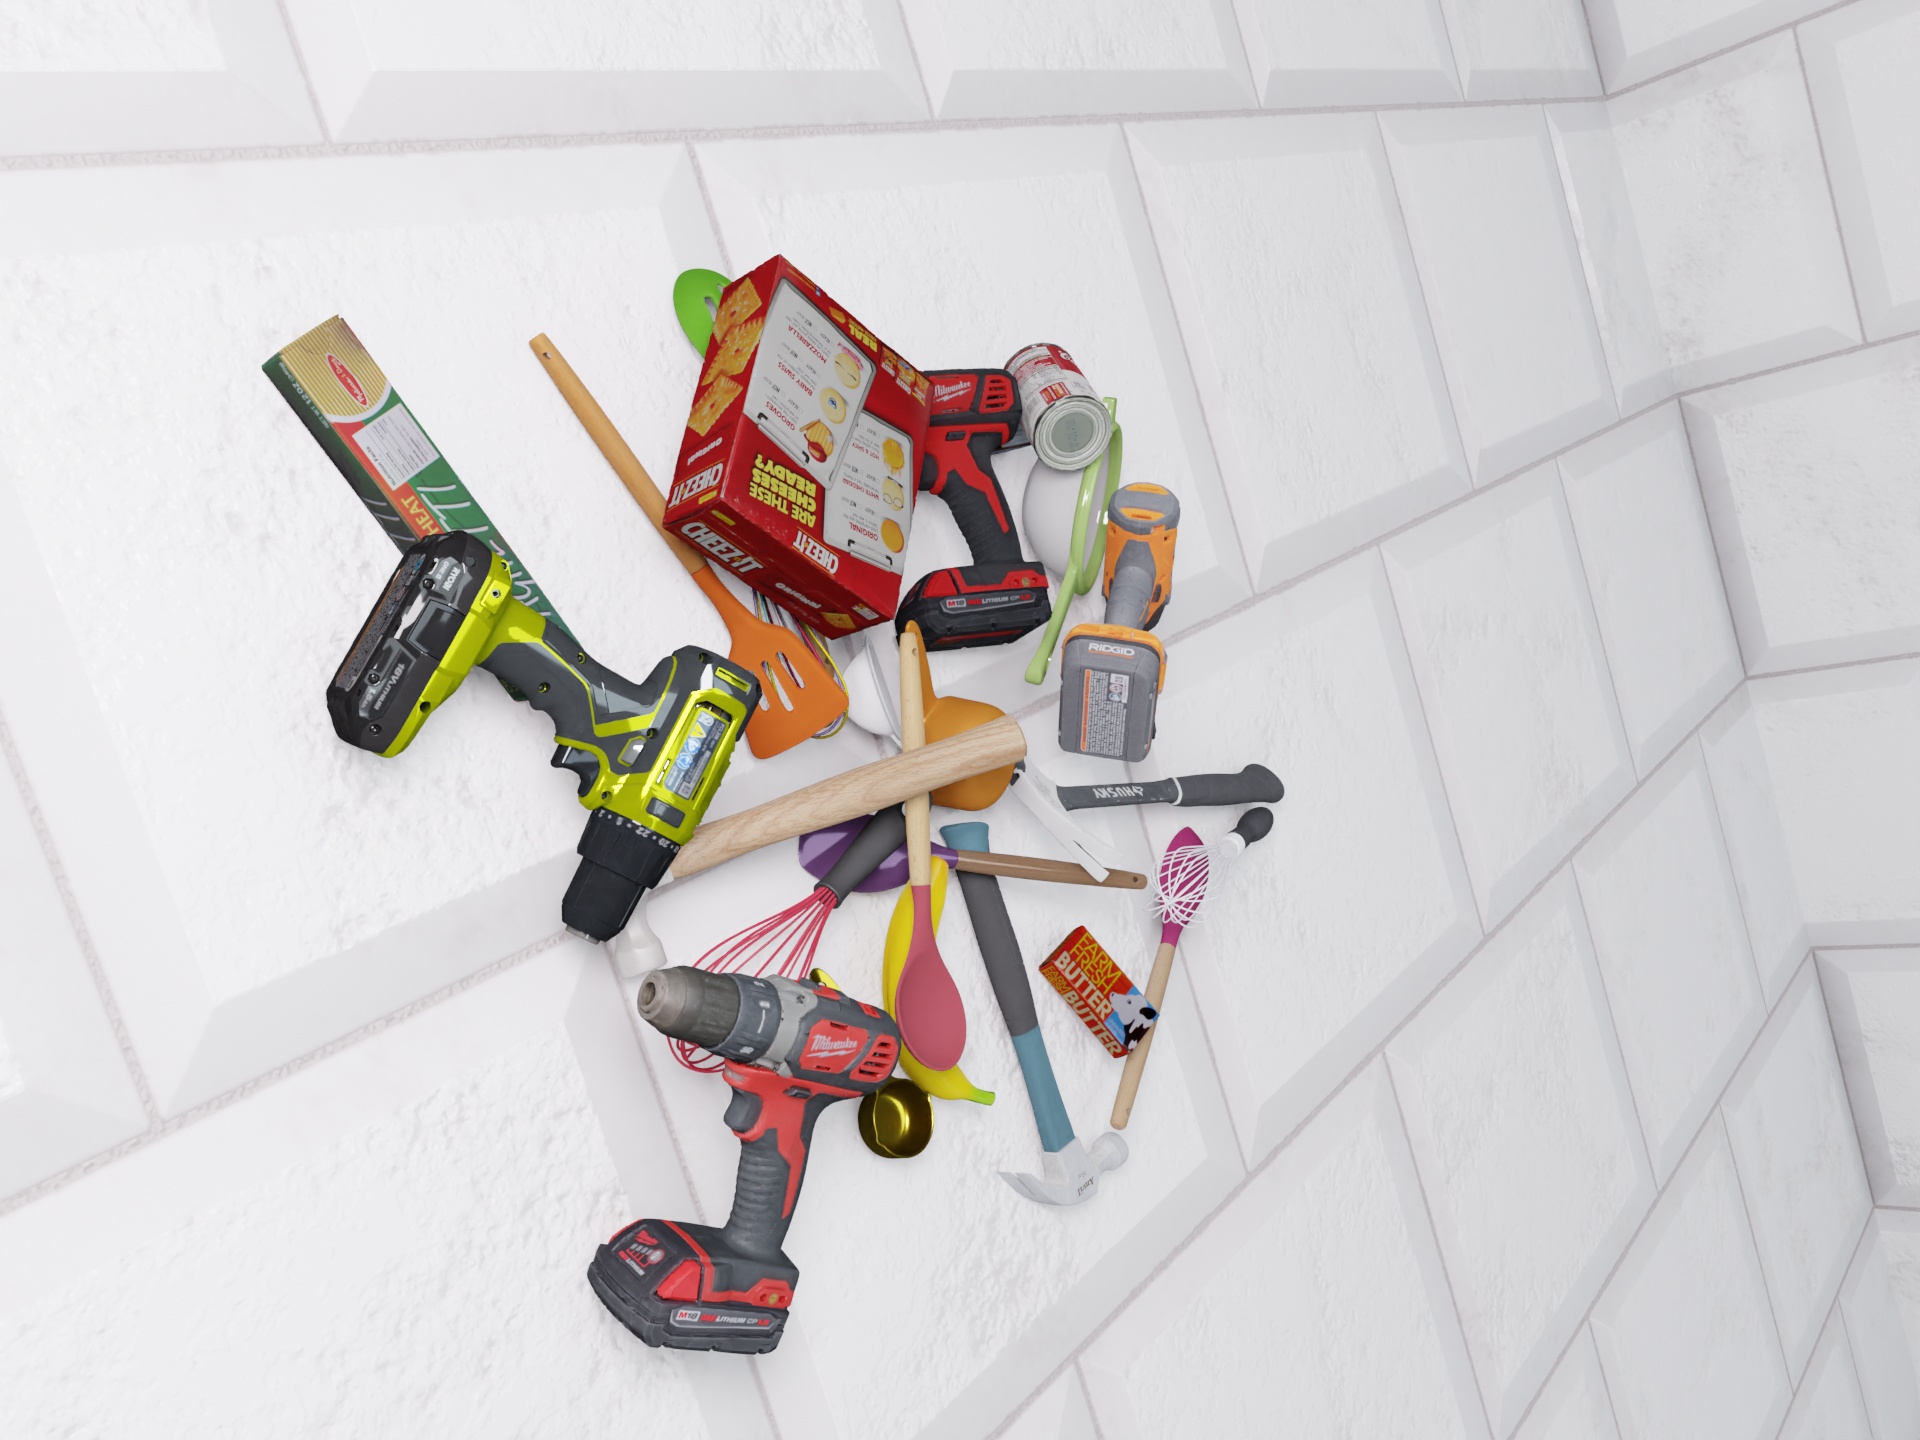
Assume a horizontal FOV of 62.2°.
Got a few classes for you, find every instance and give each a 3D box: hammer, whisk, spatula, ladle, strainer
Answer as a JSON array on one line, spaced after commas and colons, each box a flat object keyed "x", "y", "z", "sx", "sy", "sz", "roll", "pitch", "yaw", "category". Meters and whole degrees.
[{"x": 0.048, "y": 0.235, "z": 1.280, "sx": 0.128, "sy": 0.033, "sz": 0.331, "roll": -25, "pitch": 100, "yaw": -47, "category": "hammer"}, {"x": -0.104, "y": 0.135, "z": 1.109, "sx": 0.296, "sy": 0.073, "sz": 0.073, "roll": -47, "pitch": 116, "yaw": -41, "category": "whisk"}, {"x": -0.098, "y": 0.056, "z": 1.088, "sx": 0.331, "sy": 0.031, "sz": 0.130, "roll": -19, "pitch": 91, "yaw": -28, "category": "hammer"}, {"x": 0.240, "y": 0.125, "z": 1.463, "sx": 0.284, "sy": 0.070, "sz": 0.070, "roll": -25, "pitch": 101, "yaw": -59, "category": "whisk"}, {"x": -0.193, "y": -0.121, "z": 1.083, "sx": 0.322, "sy": 0.081, "sz": 0.041, "roll": 56, "pitch": 11, "yaw": -18, "category": "spatula"}, {"x": 0.017, "y": 0.113, "z": 1.235, "sx": 0.315, "sy": 0.018, "sz": 0.060, "roll": 9, "pitch": 76, "yaw": -30, "category": "spatula"}, {"x": -0.137, "y": -0.102, "z": 1.143, "sx": 0.051, "sy": 0.047, "sz": 0.245, "roll": -28, "pitch": 99, "yaw": -44, "category": "whisk"}, {"x": 0.184, "y": 0.066, "z": 1.418, "sx": 0.408, "sy": 0.036, "sz": 0.149, "roll": 0, "pitch": 44, "yaw": -52, "category": "hammer"}, {"x": -0.030, "y": 0.093, "z": 1.150, "sx": 0.069, "sy": 0.031, "sz": 0.315, "roll": 2, "pitch": 84, "yaw": -49, "category": "ladle"}, {"x": -0.079, "y": -0.085, "z": 1.202, "sx": 0.087, "sy": 0.050, "sz": 0.258, "roll": 66, "pitch": 13, "yaw": -81, "category": "strainer"}, {"x": 0.075, "y": -0.143, "z": 1.342, "sx": 0.151, "sy": 0.069, "sz": 0.256, "roll": 82, "pitch": 25, "yaw": -59, "category": "strainer"}]

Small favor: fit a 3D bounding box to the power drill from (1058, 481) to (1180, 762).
[{"x": 0.140, "y": -0.073, "z": 1.355, "sx": 0.164, "sy": 0.084, "sz": 0.227, "roll": 89, "pitch": 14, "yaw": -46, "category": "power drill"}]

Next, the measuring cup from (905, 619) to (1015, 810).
[{"x": -0.002, "y": -0.004, "z": 1.215, "sx": 0.095, "sy": 0.052, "sz": 0.173, "roll": -53, "pitch": 142, "yaw": -37, "category": "measuring cup"}]

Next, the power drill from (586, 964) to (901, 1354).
[{"x": -0.148, "y": 0.262, "z": 0.980, "sx": 0.187, "sy": 0.080, "sz": 0.227, "roll": 25, "pitch": 85, "yaw": -41, "category": "power drill"}]

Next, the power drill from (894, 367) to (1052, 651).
[{"x": -0.011, "y": -0.170, "z": 1.249, "sx": 0.143, "sy": 0.078, "sz": 0.220, "roll": -7, "pitch": 82, "yaw": -21, "category": "power drill"}]

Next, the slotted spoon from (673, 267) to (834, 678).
[{"x": -0.142, "y": -0.179, "z": 1.165, "sx": 0.070, "sy": 0.031, "sz": 0.313, "roll": -25, "pitch": 102, "yaw": -46, "category": "slotted spoon"}]

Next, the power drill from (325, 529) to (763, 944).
[{"x": -0.249, "y": 0.011, "z": 0.946, "sx": 0.228, "sy": 0.080, "sz": 0.190, "roll": 33, "pitch": 77, "yaw": -30, "category": "power drill"}]

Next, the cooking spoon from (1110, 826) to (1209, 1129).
[{"x": 0.178, "y": 0.222, "z": 1.410, "sx": 0.068, "sy": 0.017, "sz": 0.319, "roll": 50, "pitch": 44, "yaw": -28, "category": "cooking spoon"}]

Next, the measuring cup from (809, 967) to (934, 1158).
[{"x": -0.074, "y": 0.250, "z": 1.161, "sx": 0.062, "sy": 0.029, "sz": 0.156, "roll": -34, "pitch": 96, "yaw": -44, "category": "measuring cup"}]
